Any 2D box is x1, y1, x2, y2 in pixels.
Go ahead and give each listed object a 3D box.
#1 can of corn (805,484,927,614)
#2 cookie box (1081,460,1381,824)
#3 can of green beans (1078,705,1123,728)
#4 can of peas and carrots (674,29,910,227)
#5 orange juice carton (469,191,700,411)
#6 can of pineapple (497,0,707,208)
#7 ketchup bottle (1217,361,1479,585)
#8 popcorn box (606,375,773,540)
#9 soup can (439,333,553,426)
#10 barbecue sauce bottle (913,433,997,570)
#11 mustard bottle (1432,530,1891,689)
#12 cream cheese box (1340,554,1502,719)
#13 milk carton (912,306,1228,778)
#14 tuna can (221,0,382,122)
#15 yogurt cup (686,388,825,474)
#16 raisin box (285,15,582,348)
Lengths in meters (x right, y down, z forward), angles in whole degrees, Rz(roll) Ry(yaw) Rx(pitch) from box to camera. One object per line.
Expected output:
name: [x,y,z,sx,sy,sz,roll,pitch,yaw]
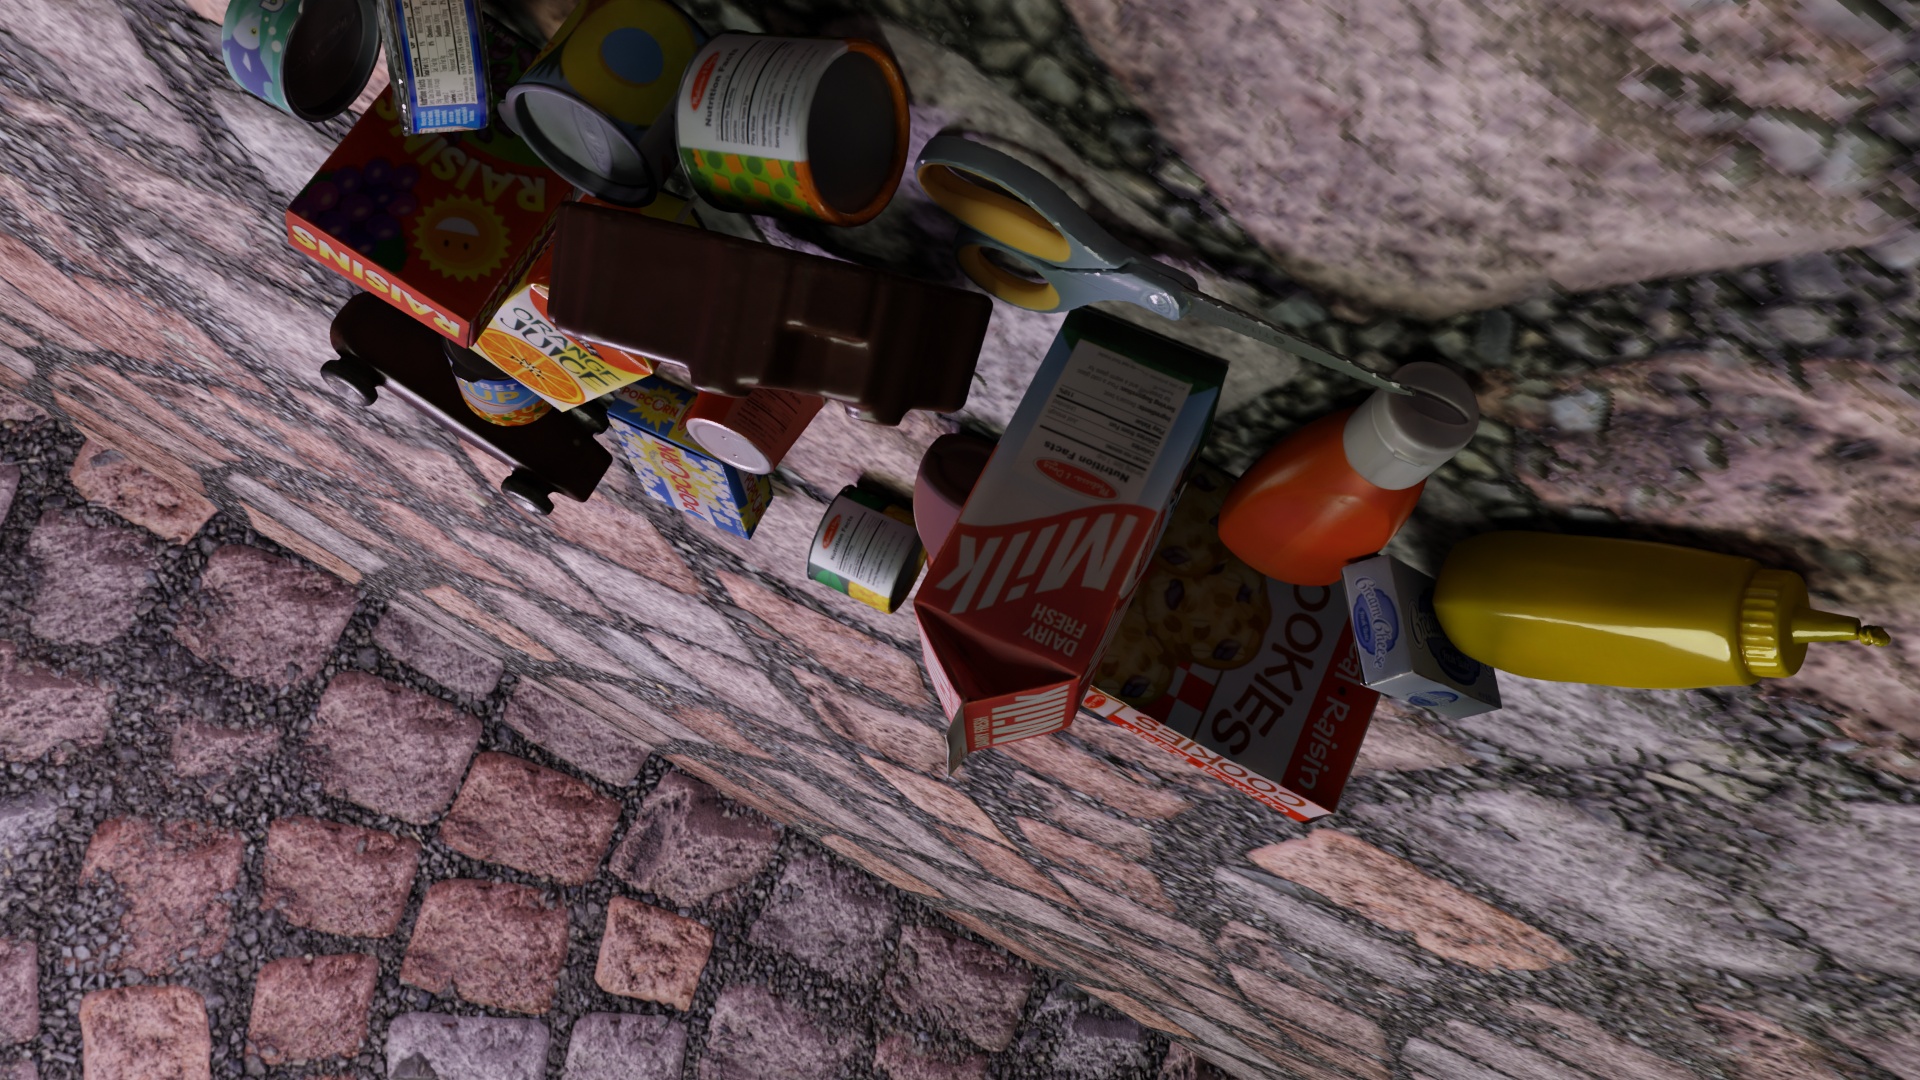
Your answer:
can of corn: [-0.056,0.006,0.878,0.058,0.071,0.071,24,159,10]
cookie box: [0.116,0.037,0.646,0.167,0.123,0.040,28,160,-2]
can of green beans: [0.095,0.076,0.865,0.071,0.058,0.071,24,160,10]
can of peas and carrots: [-0.058,-0.149,0.505,0.059,0.071,0.070,15,156,30]
orange juice carton: [-0.188,-0.126,0.715,0.073,0.072,0.192,37,158,-25]
can of pineapple: [-0.136,-0.176,0.547,0.071,0.058,0.070,24,159,10]
ketchup bottle: [0.156,-0.024,0.561,0.065,0.044,0.148,23,160,-1]
popcorn box: [-0.177,-0.055,0.925,0.085,0.038,0.126,23,159,10]
soup can: [-0.289,-0.114,0.875,0.071,0.071,0.083,29,160,-3]
barbecue sauce bottle: [0.003,-0.010,0.795,0.065,0.044,0.148,27,161,4]
mustard bottle: [0.269,0.029,0.539,0.160,0.049,0.065,4,149,47]
cream cheese box: [0.202,0.044,0.606,0.024,0.053,0.104,-21,153,35]
milk carton: [0.037,0.006,0.573,0.073,0.191,0.072,24,159,11]
tuna can: [-0.292,-0.225,0.617,0.033,0.071,0.071,27,160,3]
yogurt cup: [-0.117,-0.074,0.779,0.072,0.054,0.072,24,160,9]
raisin box: [-0.215,-0.157,0.599,0.086,0.124,0.040,32,159,-13]
